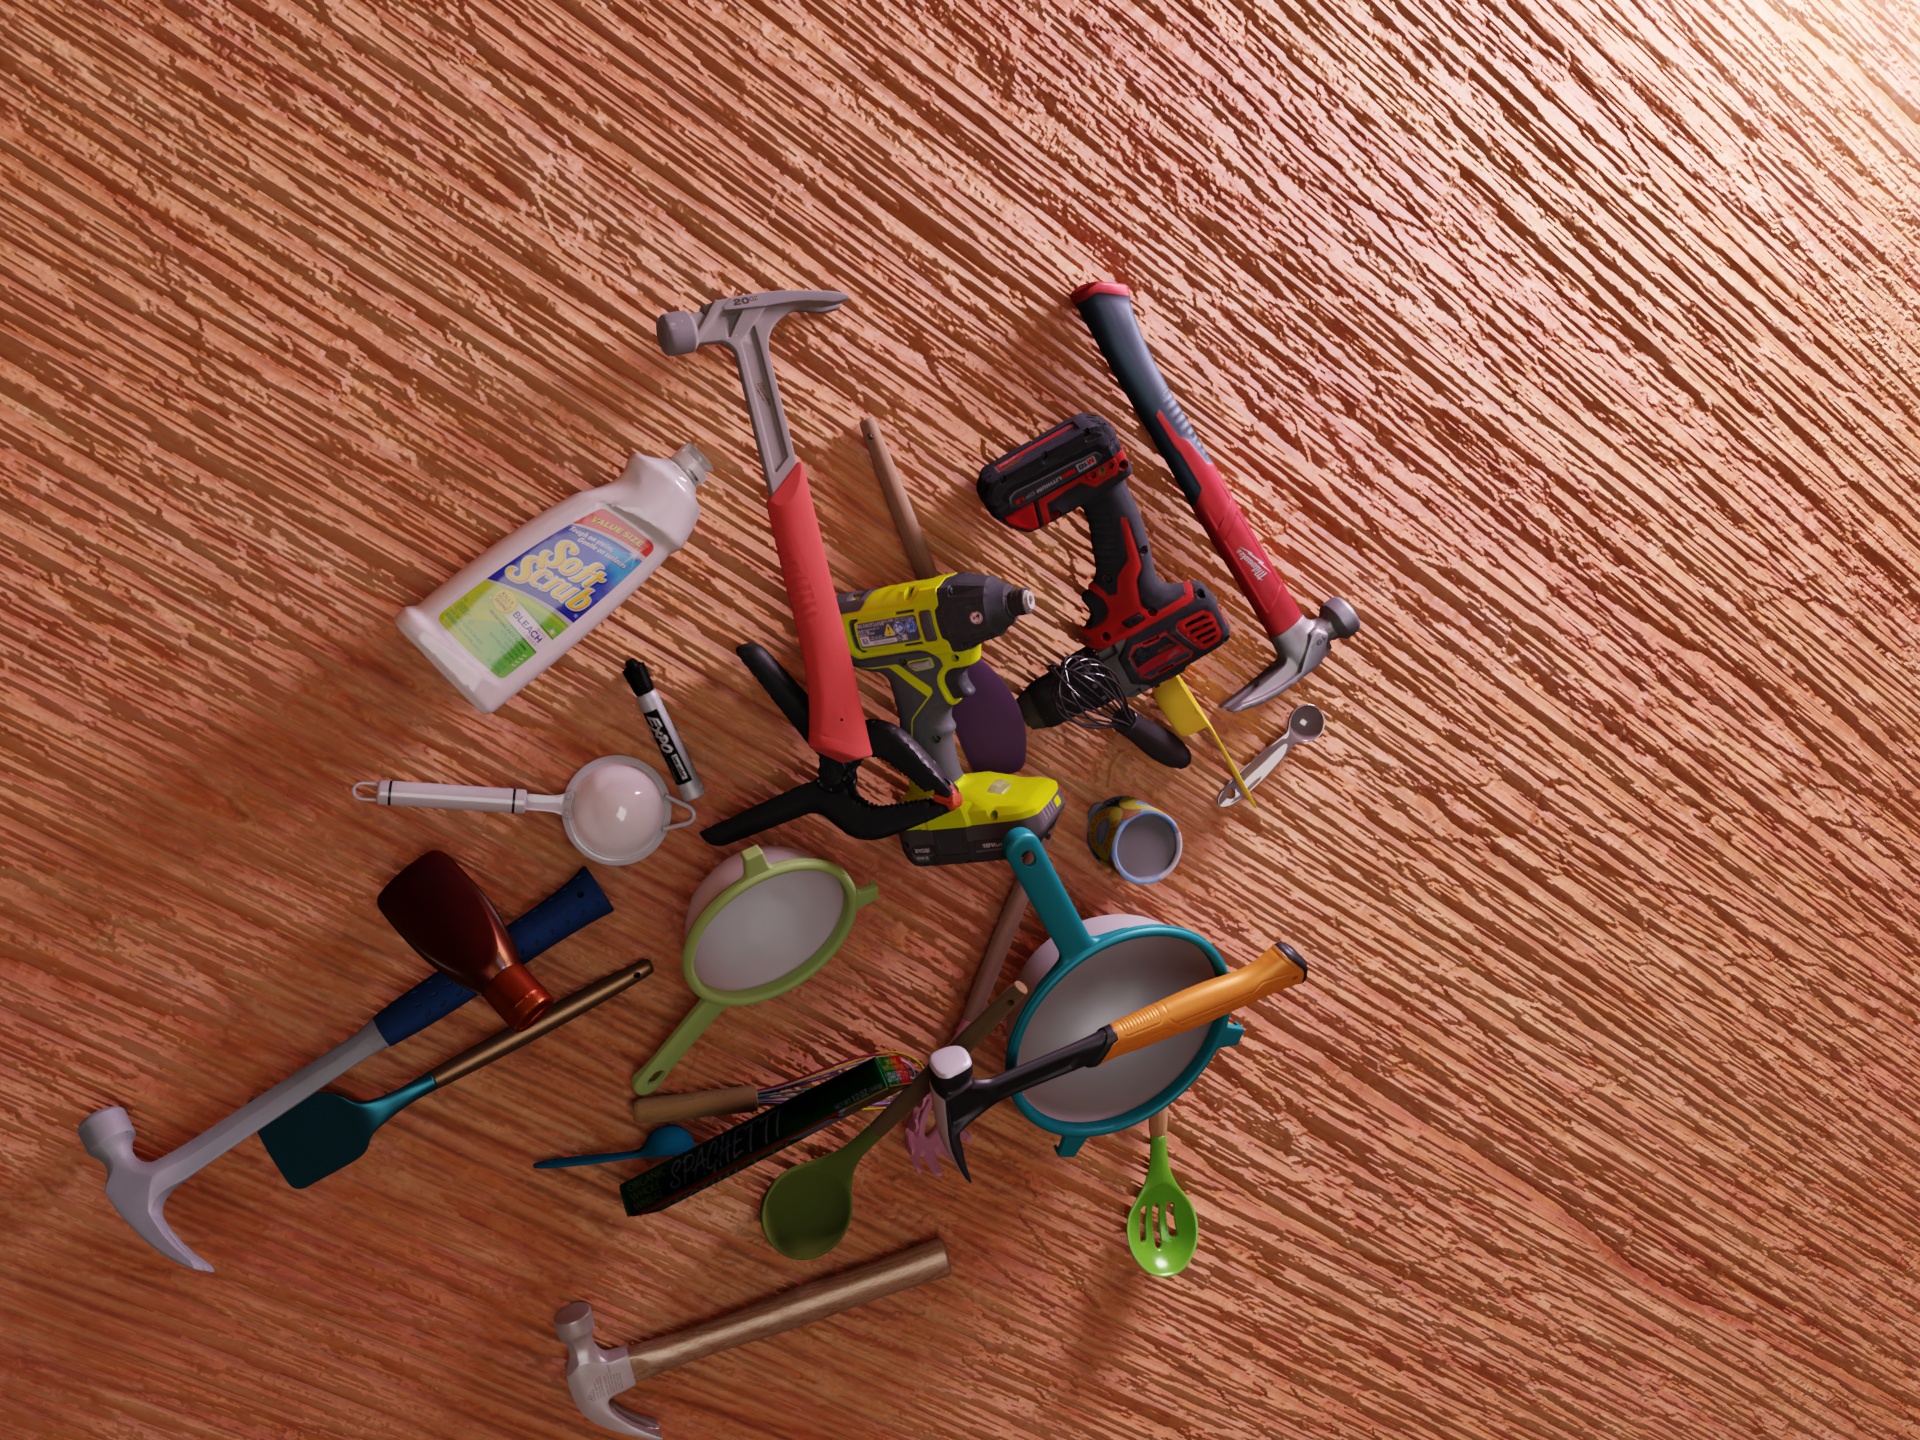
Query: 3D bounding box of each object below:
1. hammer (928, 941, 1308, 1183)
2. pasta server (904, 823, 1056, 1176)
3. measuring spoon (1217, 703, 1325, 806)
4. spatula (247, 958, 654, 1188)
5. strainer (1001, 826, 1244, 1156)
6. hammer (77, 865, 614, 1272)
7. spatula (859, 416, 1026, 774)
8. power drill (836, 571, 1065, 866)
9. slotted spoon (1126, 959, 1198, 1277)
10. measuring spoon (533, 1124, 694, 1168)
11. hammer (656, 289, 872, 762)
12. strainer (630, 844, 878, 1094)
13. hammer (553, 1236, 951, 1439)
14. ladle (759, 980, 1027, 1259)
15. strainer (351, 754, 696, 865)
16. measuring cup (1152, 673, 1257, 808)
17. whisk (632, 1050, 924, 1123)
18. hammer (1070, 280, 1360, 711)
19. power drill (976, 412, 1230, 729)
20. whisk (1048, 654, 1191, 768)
[{"bbox_3d":[0.134,0.261,1.289,0.337,0.034,0.127,-19,127,-17],"label":"hammer"},{"bbox_3d":[0.022,0.234,1.359,0.060,0.040,0.316,21,91,-34],"label":"pasta server"},{"bbox_3d":[0.274,0.032,1.420,0.124,0.018,0.034,-43,104,0],"label":"measuring spoon"},{"bbox_3d":[-0.388,0.263,1.244,0.317,0.044,0.082,-26,104,-17],"label":"spatula"},{"bbox_3d":[0.093,0.196,1.317,0.211,0.095,0.340,-33,124,-7],"label":"strainer"},{"bbox_3d":[-0.441,0.245,1.194,0.405,0.035,0.144,-34,72,-14],"label":"hammer"},{"bbox_3d":[-0.017,-0.097,1.298,0.060,0.018,0.315,-18,104,17],"label":"spatula"},{"bbox_3d":[-0.002,-0.004,1.256,0.171,0.080,0.223,-7,109,26],"label":"power drill"},{"bbox_3d":[0.180,0.347,1.433,0.070,0.031,0.313,-4,98,-16],"label":"slotted spoon"},{"bbox_3d":[-0.281,0.344,1.286,0.128,0.042,0.021,-5,89,-9],"label":"measuring spoon"},{"bbox_3d":[-0.116,-0.146,1.206,0.149,0.037,0.359,-14,90,-23],"label":"hammer"},{"bbox_3d":[-0.194,0.190,1.276,0.256,0.069,0.151,-50,140,14],"label":"strainer"},{"bbox_3d":[-0.166,0.510,1.348,0.331,0.031,0.130,-14,102,-15],"label":"hammer"},{"bbox_3d":[-0.052,0.322,1.281,0.078,0.062,0.320,36,112,-15],"label":"ladle"},{"bbox_3d":[-0.330,0.064,1.220,0.258,0.050,0.087,5,82,-15],"label":"strainer"},{"bbox_3d":[0.212,0.024,1.379,0.029,0.062,0.156,-31,114,9],"label":"measuring cup"},{"bbox_3d":[-0.148,0.308,1.321,0.245,0.051,0.047,-4,78,-13],"label":"whisk"},{"bbox_3d":[0.191,-0.191,1.342,0.143,0.038,0.386,-37,108,-7],"label":"hammer"},{"bbox_3d":[0.095,-0.114,1.298,0.188,0.080,0.226,-29,109,5],"label":"power drill"},{"bbox_3d":[0.137,0.000,1.299,0.238,0.055,0.055,30,89,-54],"label":"whisk"}]
